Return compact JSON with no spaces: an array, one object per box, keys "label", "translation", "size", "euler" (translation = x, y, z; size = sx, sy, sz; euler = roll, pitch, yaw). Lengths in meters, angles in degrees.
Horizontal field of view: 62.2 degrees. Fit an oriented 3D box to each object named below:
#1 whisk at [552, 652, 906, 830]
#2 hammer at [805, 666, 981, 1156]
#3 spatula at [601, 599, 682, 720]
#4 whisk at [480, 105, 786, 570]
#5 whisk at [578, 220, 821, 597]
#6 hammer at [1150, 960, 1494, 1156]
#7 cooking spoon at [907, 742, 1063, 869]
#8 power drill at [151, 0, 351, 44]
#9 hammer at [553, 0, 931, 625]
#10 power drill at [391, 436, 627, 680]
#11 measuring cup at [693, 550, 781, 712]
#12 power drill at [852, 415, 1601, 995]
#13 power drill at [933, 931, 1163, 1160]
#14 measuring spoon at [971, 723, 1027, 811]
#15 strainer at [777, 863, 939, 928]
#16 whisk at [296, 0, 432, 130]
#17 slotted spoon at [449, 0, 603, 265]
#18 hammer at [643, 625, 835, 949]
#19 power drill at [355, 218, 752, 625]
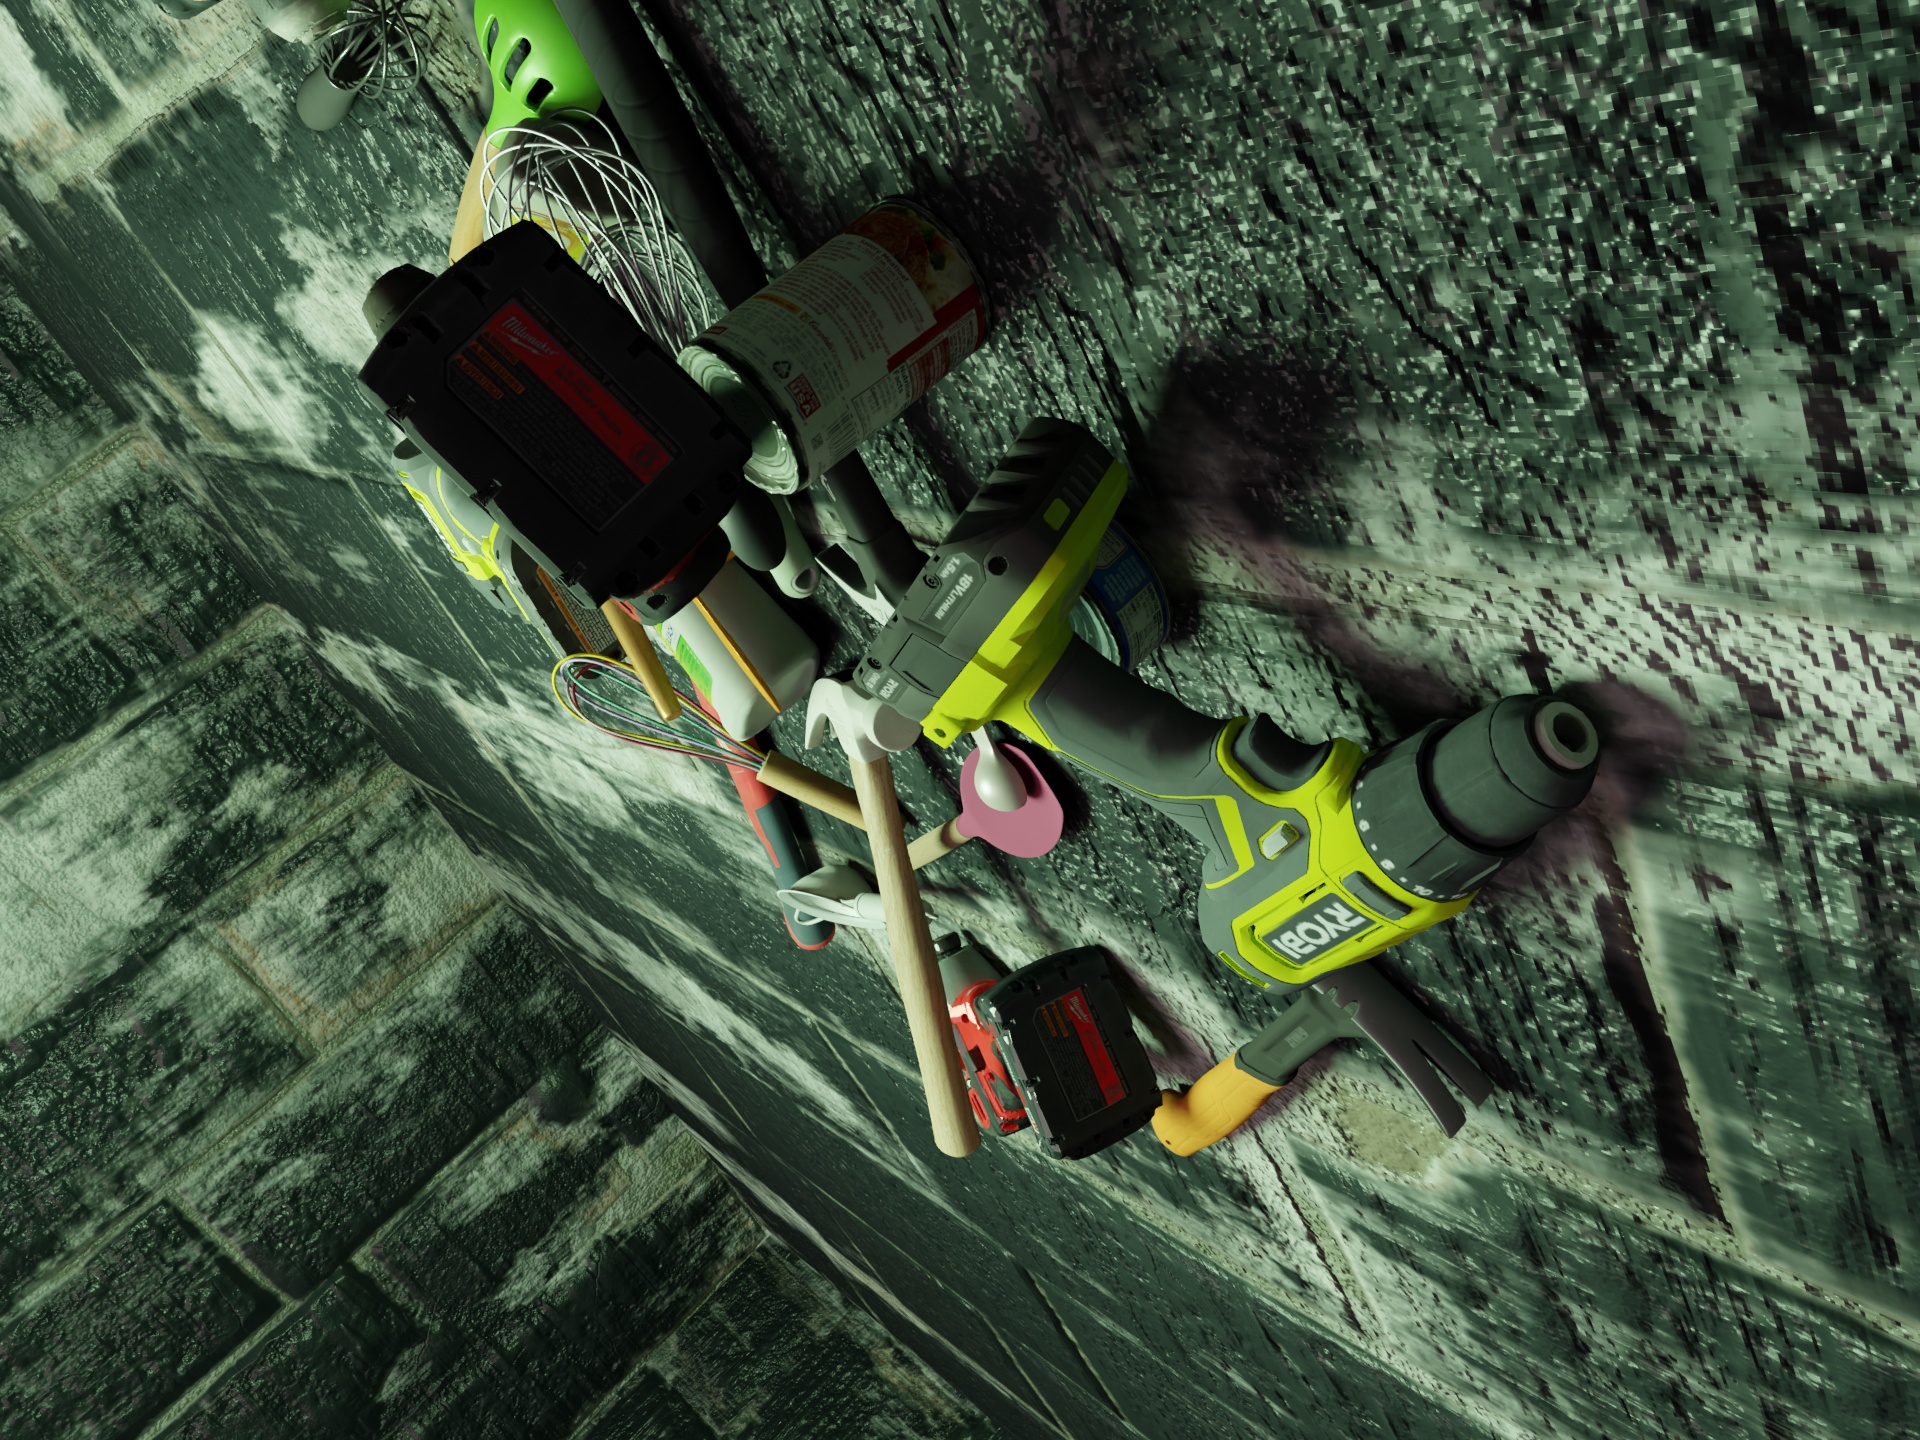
[{"label":"whisk","translation":[-0.148,0.021,1.023],"size":[0.245,0.047,0.051],"euler":[26,-178,-10]},{"label":"hammer","translation":[-0.034,0.123,0.977],"size":[0.130,0.031,0.331],"euler":[28,134,60]},{"label":"spatula","translation":[-0.260,-0.134,1.009],"size":[0.323,0.041,0.081],"euler":[60,170,14]},{"label":"whisk","translation":[-0.126,-0.148,0.698],"size":[0.070,0.070,0.284],"euler":[35,165,28]},{"label":"whisk","translation":[-0.121,-0.144,0.788],"size":[0.059,0.058,0.246],"euler":[40,165,38]},{"label":"hammer","translation":[0.165,0.196,0.859],"size":[0.127,0.034,0.336],"euler":[44,157,12]},{"label":"cooking spoon","translation":[-0.003,0.068,0.970],"size":[0.069,0.017,0.319],"euler":[57,157,2]},{"label":"power drill","translation":[-0.353,-0.387,0.727],"size":[0.185,0.084,0.226],"euler":[58,166,-23]},{"label":"hammer","translation":[-0.093,-0.183,0.674],"size":[0.334,0.035,0.146],"euler":[62,169,-21]},{"label":"power drill","translation":[-0.315,-0.117,1.157],"size":[0.223,0.080,0.171],"euler":[28,151,47]},{"label":"measuring cup","translation":[-0.130,-0.088,0.877],"size":[0.173,0.052,0.095],"euler":[57,167,-13]},{"label":"power drill","translation":[0.090,-0.002,0.570],"size":[0.228,0.080,0.190],"euler":[35,147,-3]},{"label":"power drill","translation":[0.038,0.204,1.031],"size":[0.143,0.078,0.219],"euler":[67,162,1]},{"label":"measuring spoon","translation":[-0.001,-0.003,0.835],"size":[0.034,0.018,0.124],"euler":[1,123,59]},{"label":"strainer","translation":[-0.067,0.130,1.131],"size":[0.086,0.050,0.258],"euler":[23,169,-20]},{"label":"whisk","translation":[-0.324,-0.343,0.844],"size":[0.239,0.055,0.055],"euler":[15,142,59]},{"label":"slotted spoon","translation":[-0.233,-0.282,0.800],"size":[0.070,0.031,0.314],"euler":[48,159,-13]},{"label":"hammer","translation":[-0.139,0.064,1.182],"size":[0.143,0.038,0.385],"euler":[31,152,32]},{"label":"power drill","translation":[-0.166,-0.119,0.618],"size":[0.188,0.080,0.227],"euler":[45,174,-10]}]
